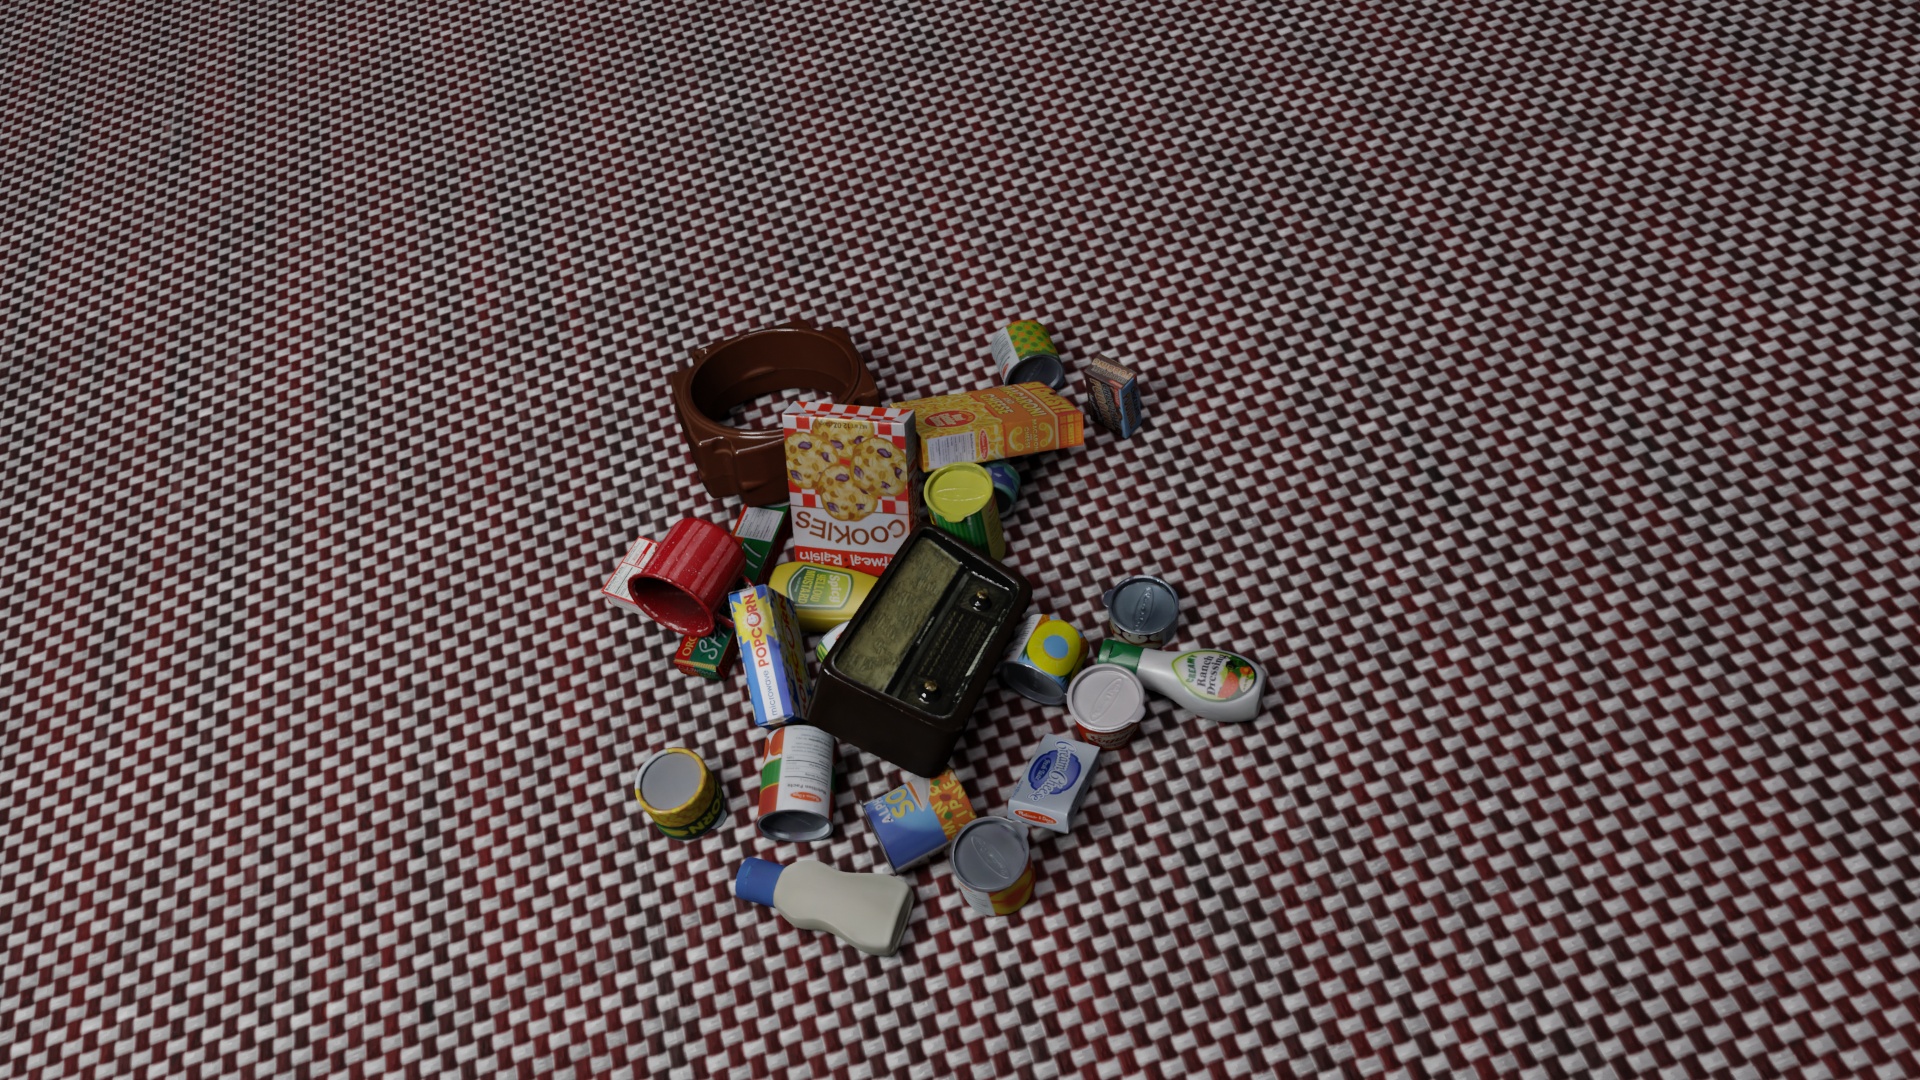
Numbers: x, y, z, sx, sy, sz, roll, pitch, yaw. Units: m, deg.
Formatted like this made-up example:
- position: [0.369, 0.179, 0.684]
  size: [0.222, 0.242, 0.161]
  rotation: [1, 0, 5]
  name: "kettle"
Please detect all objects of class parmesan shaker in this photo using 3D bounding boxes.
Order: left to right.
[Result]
- position: [0.005, -0.017, 1.346]
  size: [0.071, 0.102, 0.071]
  rotation: [-5, 54, 7]
  name: "parmesan shaker"

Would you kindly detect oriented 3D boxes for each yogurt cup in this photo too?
- position: [0.130, 0.151, 1.234]
  size: [0.072, 0.053, 0.073]
  rotation: [-5, 54, 6]
  name: "yogurt cup"

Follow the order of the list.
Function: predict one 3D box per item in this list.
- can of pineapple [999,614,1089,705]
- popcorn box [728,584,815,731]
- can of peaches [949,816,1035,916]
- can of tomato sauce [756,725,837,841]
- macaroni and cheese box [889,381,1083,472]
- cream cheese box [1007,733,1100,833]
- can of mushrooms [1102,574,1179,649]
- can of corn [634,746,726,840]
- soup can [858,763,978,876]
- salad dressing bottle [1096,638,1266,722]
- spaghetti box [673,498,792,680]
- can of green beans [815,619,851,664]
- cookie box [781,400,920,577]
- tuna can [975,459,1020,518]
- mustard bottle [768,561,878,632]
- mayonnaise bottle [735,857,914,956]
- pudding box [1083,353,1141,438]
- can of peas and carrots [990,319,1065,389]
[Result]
- position: [0.079, 0.110, 1.266]
  size: [0.071, 0.070, 0.058]
  rotation: [19, 60, 22]
  name: "can of pineapple"
- position: [-0.170, 0.110, 1.271]
  size: [0.038, 0.085, 0.127]
  rotation: [-17, 74, 8]
  name: "popcorn box"
- position: [0.030, 0.272, 1.162]
  size: [0.071, 0.057, 0.071]
  rotation: [-5, 53, 7]
  name: "can of peaches"
- position: [-0.144, 0.216, 1.229]
  size: [0.071, 0.071, 0.083]
  rotation: [-5, 54, 7]
  name: "can of tomato sauce"
- position: [0.025, -0.118, 1.401]
  size: [0.167, 0.040, 0.124]
  rotation: [-11, 24, -15]
  name: "macaroni and cheese box"
- position: [0.082, 0.208, 1.193]
  size: [0.053, 0.024, 0.104]
  rotation: [12, 29, 17]
  name: "cream cheese box"
- position: [0.169, 0.067, 1.301]
  size: [0.071, 0.033, 0.071]
  rotation: [-4, 55, 6]
  name: "can of mushrooms"
- position: [-0.249, 0.227, 1.241]
  size: [0.071, 0.058, 0.071]
  rotation: [-5, 54, 7]
  name: "can of corn"
- position: [-0.035, 0.236, 1.191]
  size: [0.084, 0.071, 0.071]
  rotation: [-26, 55, -10]
  name: "soup can"
- position: [0.198, 0.122, 1.250]
  size: [0.148, 0.043, 0.064]
  rotation: [12, 56, 18]
  name: "salad dressing bottle"
- position: [-0.217, 0.028, 1.397]
  size: [0.050, 0.028, 0.251]
  rotation: [9, 56, 16]
  name: "spaghetti box"
- position: [-0.092, 0.113, 1.289]
  size: [0.071, 0.071, 0.058]
  rotation: [-28, 61, -10]
  name: "can of green beans"
- position: [-0.104, -0.047, 1.350]
  size: [0.123, 0.166, 0.040]
  rotation: [5, 27, 13]
  name: "cookie box"
- position: [0.023, -0.053, 1.389]
  size: [0.071, 0.070, 0.033]
  rotation: [4, 56, 13]
  name: "tuna can"
- position: [-0.107, 0.058, 1.344]
  size: [0.160, 0.048, 0.065]
  rotation: [5, 61, 13]
  name: "mustard bottle"
- position: [-0.117, 0.303, 1.176]
  size: [0.148, 0.041, 0.065]
  rotation: [11, 57, 18]
  name: "mayonnaise bottle"
- position: [0.157, -0.148, 1.427]
  size: [0.050, 0.083, 0.030]
  rotation: [32, 68, 27]
  name: "pudding box"
- position: [0.073, -0.193, 1.486]
  size: [0.071, 0.070, 0.059]
  rotation: [-17, 53, -3]
  name: "can of peas and carrots"
